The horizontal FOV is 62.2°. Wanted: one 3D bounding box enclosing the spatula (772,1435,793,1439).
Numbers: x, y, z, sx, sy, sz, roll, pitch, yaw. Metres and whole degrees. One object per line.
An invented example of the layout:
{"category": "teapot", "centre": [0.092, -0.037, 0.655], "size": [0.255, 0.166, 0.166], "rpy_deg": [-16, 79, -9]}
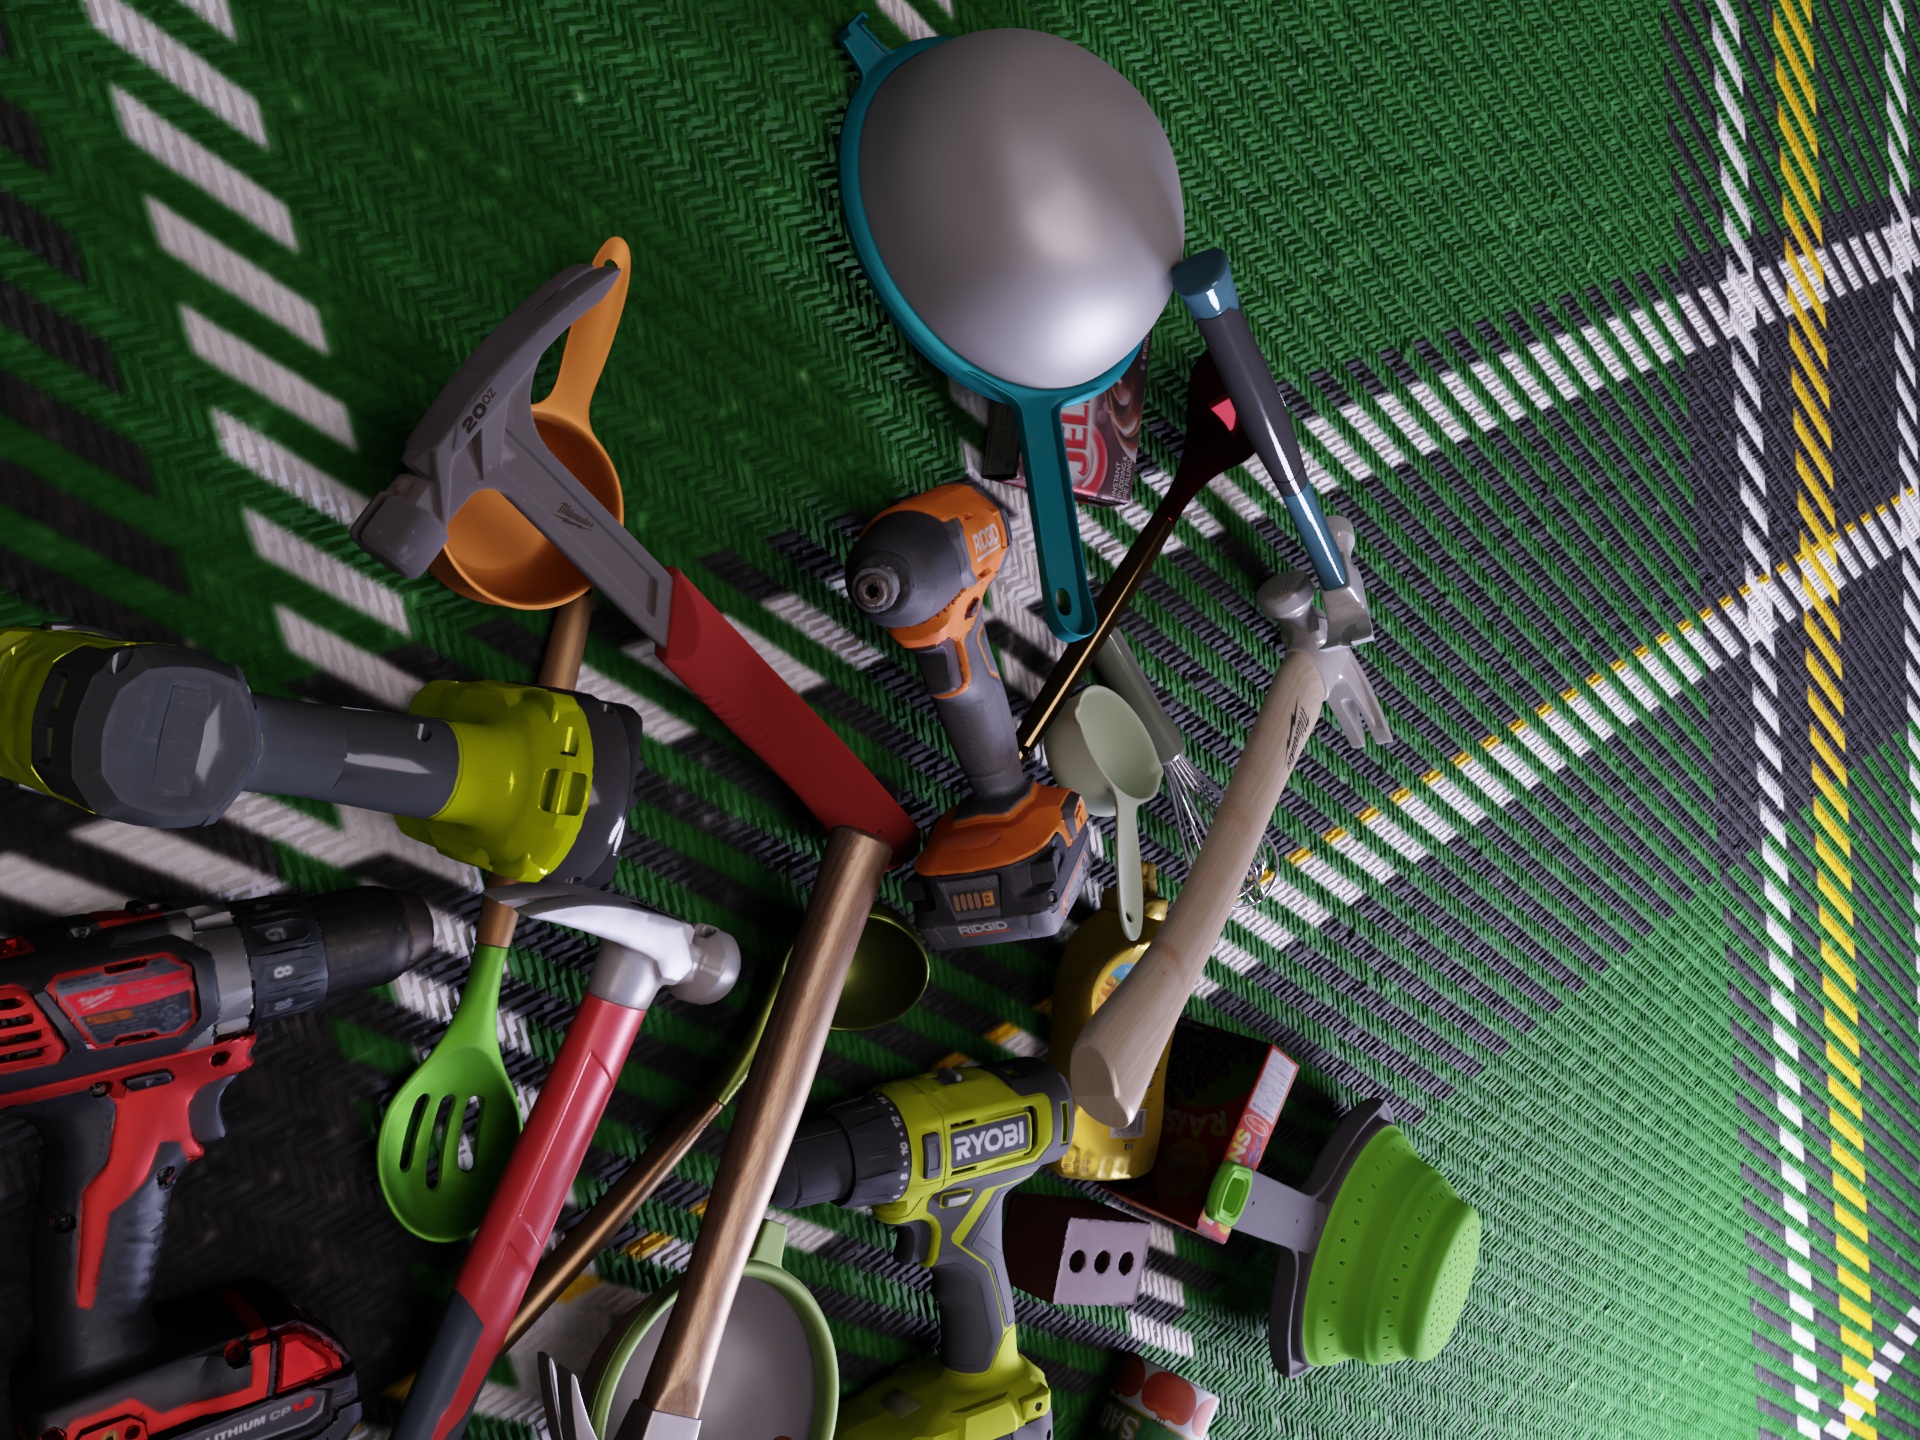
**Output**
{"category": "spatula", "centre": [-0.115, 0.462, 0.750], "size": [0.081, 0.041, 0.322], "rpy_deg": [-5, 121, -41]}

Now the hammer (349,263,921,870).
{"category": "hammer", "centre": [-0.111, -0.036, 0.745], "size": [0.149, 0.037, 0.358], "rpy_deg": [-56, 138, -15]}

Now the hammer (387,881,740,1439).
{"category": "hammer", "centre": [-0.221, 0.258, 0.690], "size": [0.143, 0.038, 0.386], "rpy_deg": [32, 79, -56]}

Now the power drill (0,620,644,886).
{"category": "power drill", "centre": [-0.251, 0.009, 0.608], "size": [0.223, 0.171, 0.080], "rpy_deg": [14, 86, -49]}

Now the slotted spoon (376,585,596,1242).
{"category": "slotted spoon", "centre": [-0.208, 0.078, 0.733], "size": [0.070, 0.031, 0.314], "rpy_deg": [17, 82, -41]}

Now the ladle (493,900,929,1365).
{"category": "ladle", "centre": [-0.135, 0.212, 0.790], "size": [0.320, 0.062, 0.078], "rpy_deg": [-47, 119, -24]}

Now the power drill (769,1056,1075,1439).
{"category": "power drill", "centre": [-0.025, 0.310, 0.881], "size": [0.190, 0.080, 0.228], "rpy_deg": [-4, 95, -35]}

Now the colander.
{"category": "colander", "centre": [0.263, 0.347, 1.045], "size": [0.396, 0.094, 0.204], "rpy_deg": [39, 71, -54]}

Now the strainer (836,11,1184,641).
{"category": "strainer", "centre": [0.056, -0.215, 0.822], "size": [0.211, 0.095, 0.340], "rpy_deg": [-1, 79, -36]}

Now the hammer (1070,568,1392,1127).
{"category": "hammer", "centre": [0.170, 0.082, 0.971], "size": [0.146, 0.038, 0.411], "rpy_deg": [55, 46, -23]}

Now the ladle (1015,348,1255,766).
{"category": "ladle", "centre": [0.107, -0.099, 0.949], "size": [0.069, 0.031, 0.315], "rpy_deg": [40, 73, -26]}

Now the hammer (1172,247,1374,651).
{"category": "hammer", "centre": [0.190, -0.153, 0.937], "size": [0.330, 0.033, 0.128], "rpy_deg": [49, 31, -49]}

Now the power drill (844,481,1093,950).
{"category": "power drill", "centre": [-0.001, -0.003, 0.817], "size": [0.164, 0.084, 0.226], "rpy_deg": [-43, 121, -69]}

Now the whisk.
{"category": "whisk", "centre": [0.136, 0.026, 1.006], "size": [0.059, 0.058, 0.246], "rpy_deg": [-32, 114, 0]}

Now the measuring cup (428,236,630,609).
{"category": "measuring cup", "centre": [-0.189, -0.133, 0.710], "size": [0.095, 0.052, 0.174], "rpy_deg": [24, 78, -39]}

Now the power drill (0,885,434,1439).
{"category": "power drill", "centre": [-0.297, 0.180, 0.639], "size": [0.188, 0.080, 0.226], "rpy_deg": [-10, 98, -39]}

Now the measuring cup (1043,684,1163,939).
{"category": "measuring cup", "centre": [0.082, 0.057, 0.921], "size": [0.083, 0.038, 0.168], "rpy_deg": [32, 43, -36]}

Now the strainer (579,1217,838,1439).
{"category": "strainer", "centre": [-0.172, 0.353, 0.748], "size": [0.256, 0.069, 0.151], "rpy_deg": [-21, 100, -44]}

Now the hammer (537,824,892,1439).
{"category": "hammer", "centre": [-0.100, 0.206, 0.751], "size": [0.130, 0.031, 0.331], "rpy_deg": [32, 67, -38]}
